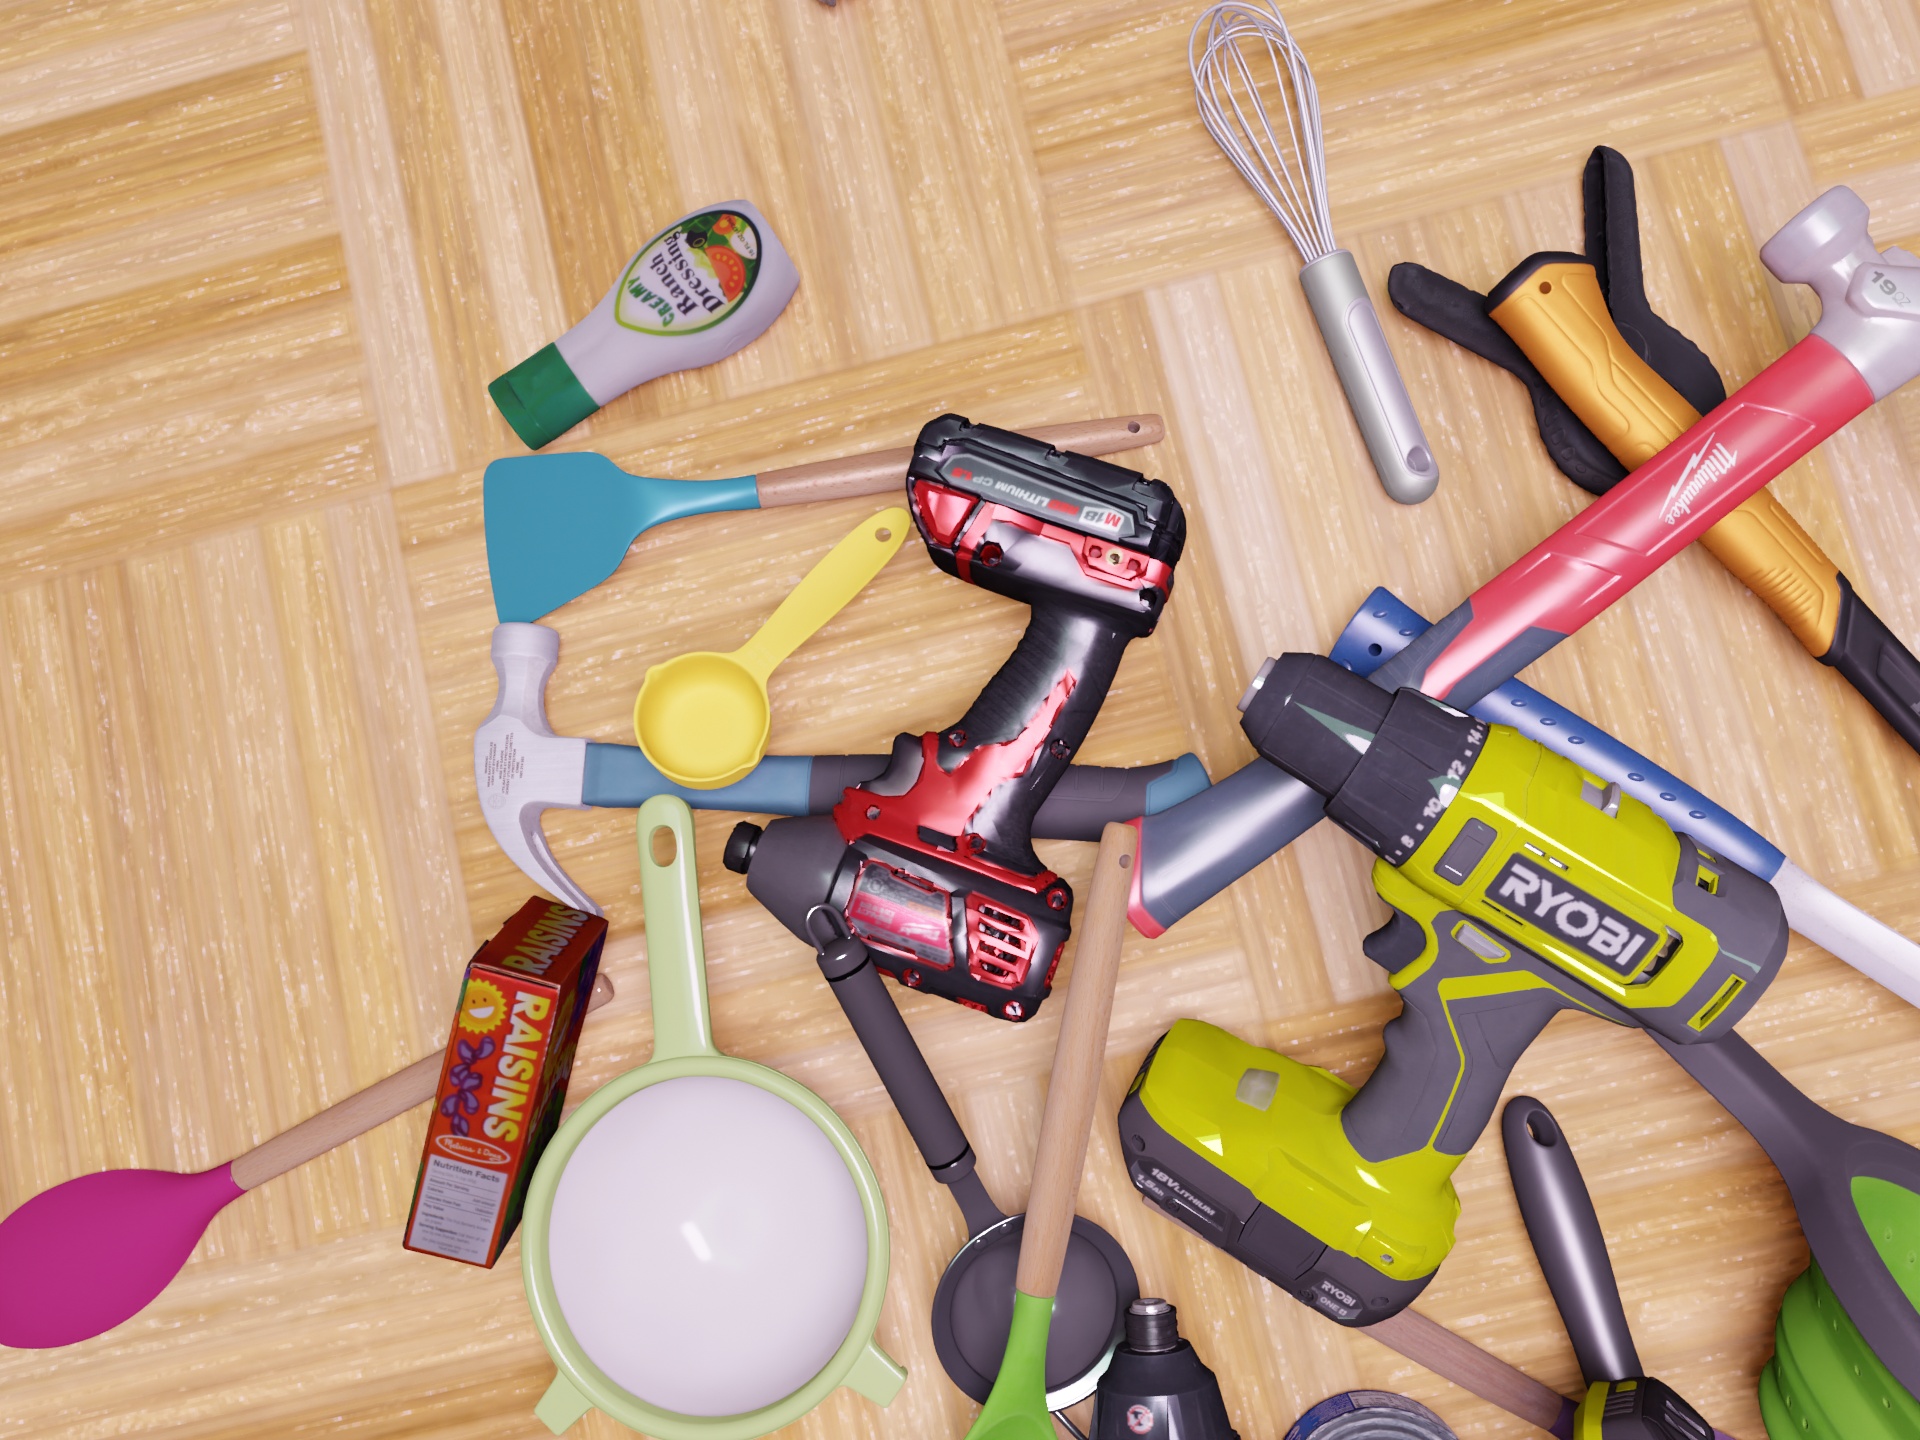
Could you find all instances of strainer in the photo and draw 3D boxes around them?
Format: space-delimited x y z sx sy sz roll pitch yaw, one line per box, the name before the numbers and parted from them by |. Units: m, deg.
strainer | 0.001 0.180 0.634 0.087 0.050 0.258 -28 106 -6
strainer | -0.105 0.160 0.666 0.151 0.069 0.256 -8 81 7

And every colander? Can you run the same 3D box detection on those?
colander | 0.312 0.200 0.604 0.397 0.204 0.094 48 119 26

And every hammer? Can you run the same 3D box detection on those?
hammer | 0.331 0.065 0.627 0.406 0.035 0.144 35 117 16
hammer | -0.051 0.028 0.698 0.331 0.033 0.128 3 81 6
hammer | 0.333 -0.054 0.651 0.127 0.034 0.337 -42 88 1
hammer | 0.227 -0.028 0.621 0.386 0.038 0.143 -39 80 9

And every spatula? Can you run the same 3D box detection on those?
spatula | 0.216 0.270 0.646 0.316 0.018 0.060 28 81 8
spatula | -0.065 -0.107 0.725 0.317 0.044 0.082 -9 81 -1

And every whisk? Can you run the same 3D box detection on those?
whisk | 0.160 -0.211 0.707 0.058 0.059 0.246 -18 84 -25
whisk | 0.254 0.265 0.618 0.055 0.055 0.239 -13 68 3

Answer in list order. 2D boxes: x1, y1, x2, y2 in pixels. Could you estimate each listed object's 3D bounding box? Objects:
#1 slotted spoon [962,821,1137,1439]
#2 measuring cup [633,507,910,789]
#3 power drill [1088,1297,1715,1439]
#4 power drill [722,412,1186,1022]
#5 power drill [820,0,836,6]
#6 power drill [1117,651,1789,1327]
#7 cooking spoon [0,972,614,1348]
slotted spoon | 0.035 0.194 0.614 0.070 0.031 0.314 12 88 -29
measuring cup | -0.076 -0.033 0.687 0.062 0.029 0.156 40 74 10
power drill | 0.154 0.300 0.572 0.223 0.080 0.171 -8 82 24
power drill | -0.001 -0.002 0.646 0.143 0.078 0.220 19 85 7
power drill | -0.056 -0.476 0.748 0.185 0.084 0.226 -37 85 -1
power drill | 0.152 0.098 0.588 0.190 0.080 0.228 32 121 9
cooking spoon | -0.297 0.189 0.705 0.319 0.017 0.069 -27 83 1
